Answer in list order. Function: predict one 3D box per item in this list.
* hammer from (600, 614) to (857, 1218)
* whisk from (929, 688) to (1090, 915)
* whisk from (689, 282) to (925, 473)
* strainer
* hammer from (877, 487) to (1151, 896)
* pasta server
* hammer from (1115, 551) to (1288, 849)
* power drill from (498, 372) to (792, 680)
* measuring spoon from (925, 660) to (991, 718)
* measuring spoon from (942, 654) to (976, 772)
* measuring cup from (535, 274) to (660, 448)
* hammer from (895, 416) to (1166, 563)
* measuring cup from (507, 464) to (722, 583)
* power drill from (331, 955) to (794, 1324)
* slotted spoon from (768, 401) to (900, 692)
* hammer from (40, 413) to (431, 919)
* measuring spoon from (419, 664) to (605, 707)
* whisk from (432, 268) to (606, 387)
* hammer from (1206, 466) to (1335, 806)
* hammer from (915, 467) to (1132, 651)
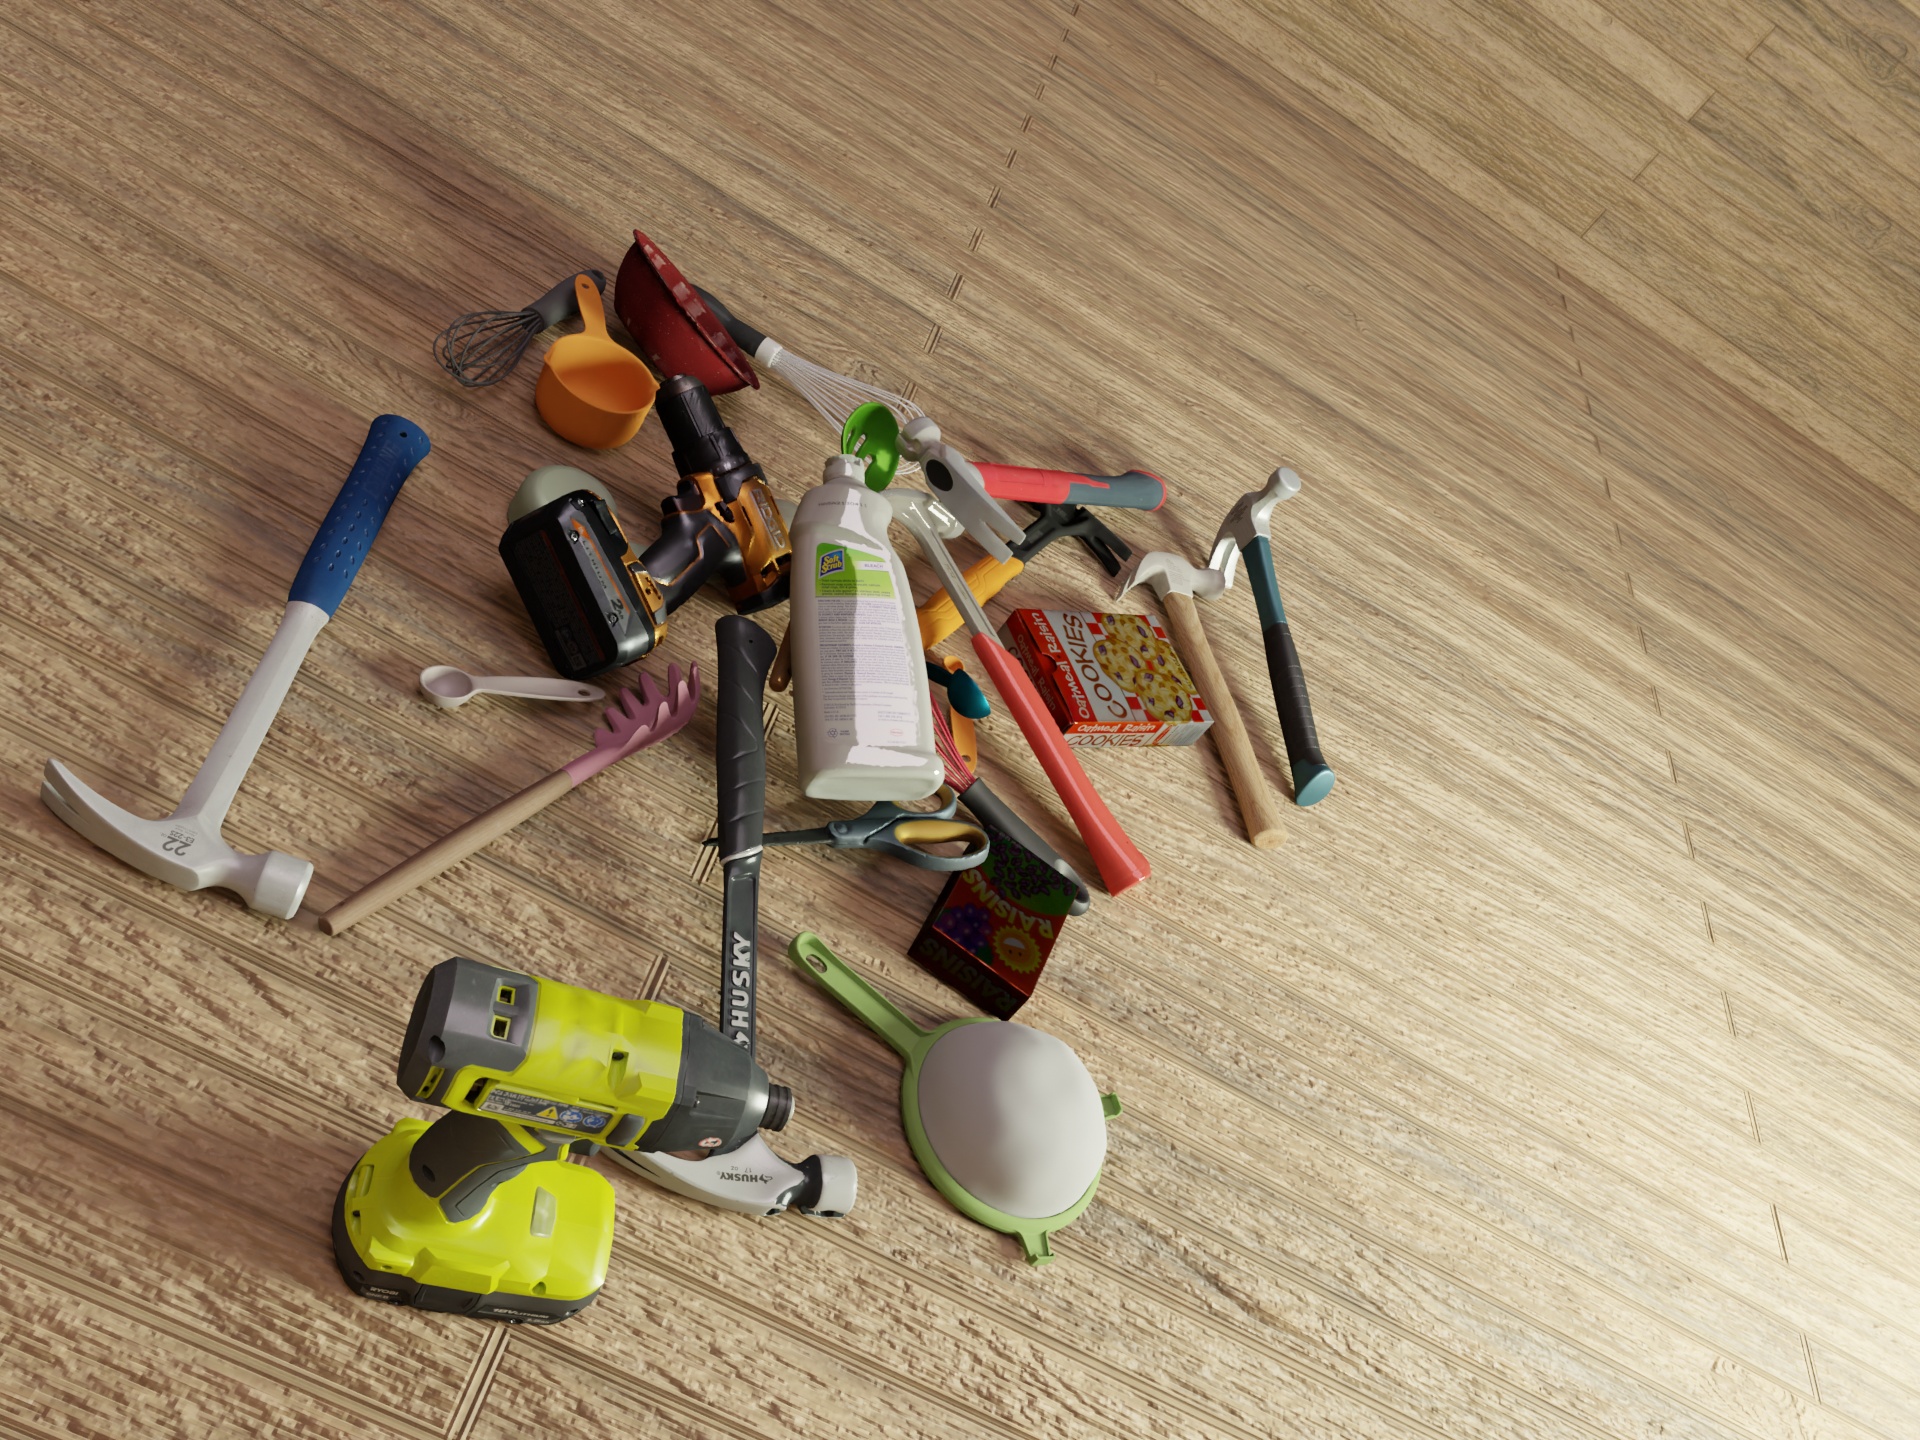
[{"bbox_3d":[-0.143,0.103,1.000,0.149,0.036,0.409,14,52,-25],"label":"hammer"},{"bbox_3d":[-0.008,0.037,1.190,0.296,0.073,0.073,47,39,-1],"label":"whisk"},{"bbox_3d":[-0.144,-0.311,1.418,0.284,0.070,0.070,34,39,0],"label":"whisk"},{"bbox_3d":[0.002,0.210,1.016,0.256,0.069,0.151,40,39,-1],"label":"strainer"},{"bbox_3d":[0.039,-0.025,1.242,0.359,0.036,0.149,60,25,10],"label":"hammer"},{"bbox_3d":[-0.270,0.042,0.994,0.316,0.060,0.040,-38,117,-48],"label":"pasta server"},{"bbox_3d":[0.228,-0.027,1.450,0.130,0.031,0.332,11,47,-30],"label":"hammer"},{"bbox_3d":[-0.218,-0.143,1.137,0.226,0.084,0.185,-35,104,-51],"label":"power drill"},{"bbox_3d":[-0.014,-0.025,1.225,0.021,0.129,0.042,-36,113,-12],"label":"measuring spoon"},{"bbox_3d":[-0.002,-0.004,1.269,0.021,0.011,0.117,14,49,-27],"label":"measuring spoon"},{"bbox_3d":[-0.300,-0.287,1.276,0.095,0.052,0.174,9,46,-32],"label":"measuring cup"},{"bbox_3d":[0.098,-0.200,1.432,0.143,0.038,0.386,50,28,19],"label":"hammer"},{"bbox_3d":[-0.249,-0.141,1.183,0.167,0.038,0.083,17,44,-23],"label":"measuring cup"},{"bbox_3d":[-0.194,0.203,0.749,0.171,0.223,0.080,20,43,-22],"label":"power drill"},{"bbox_3d":[-0.099,-0.137,1.221,0.070,0.031,0.314,56,34,-37],"label":"slotted spoon"},{"bbox_3d":[-0.413,-0.063,0.984,0.144,0.035,0.406,24,41,-18],"label":"hammer"},{"bbox_3d":[-0.294,-0.017,1.044,0.124,0.018,0.034,4,37,-35],"label":"measuring spoon"},{"bbox_3d":[-0.348,-0.324,1.282,0.055,0.055,0.239,35,35,-4],"label":"whisk"},{"bbox_3d":[0.301,-0.074,1.501,0.033,0.128,0.331,12,55,-28],"label":"hammer"},{"bbox_3d":[0.034,-0.124,1.391,0.127,0.034,0.337,42,39,5],"label":"hammer"}]
